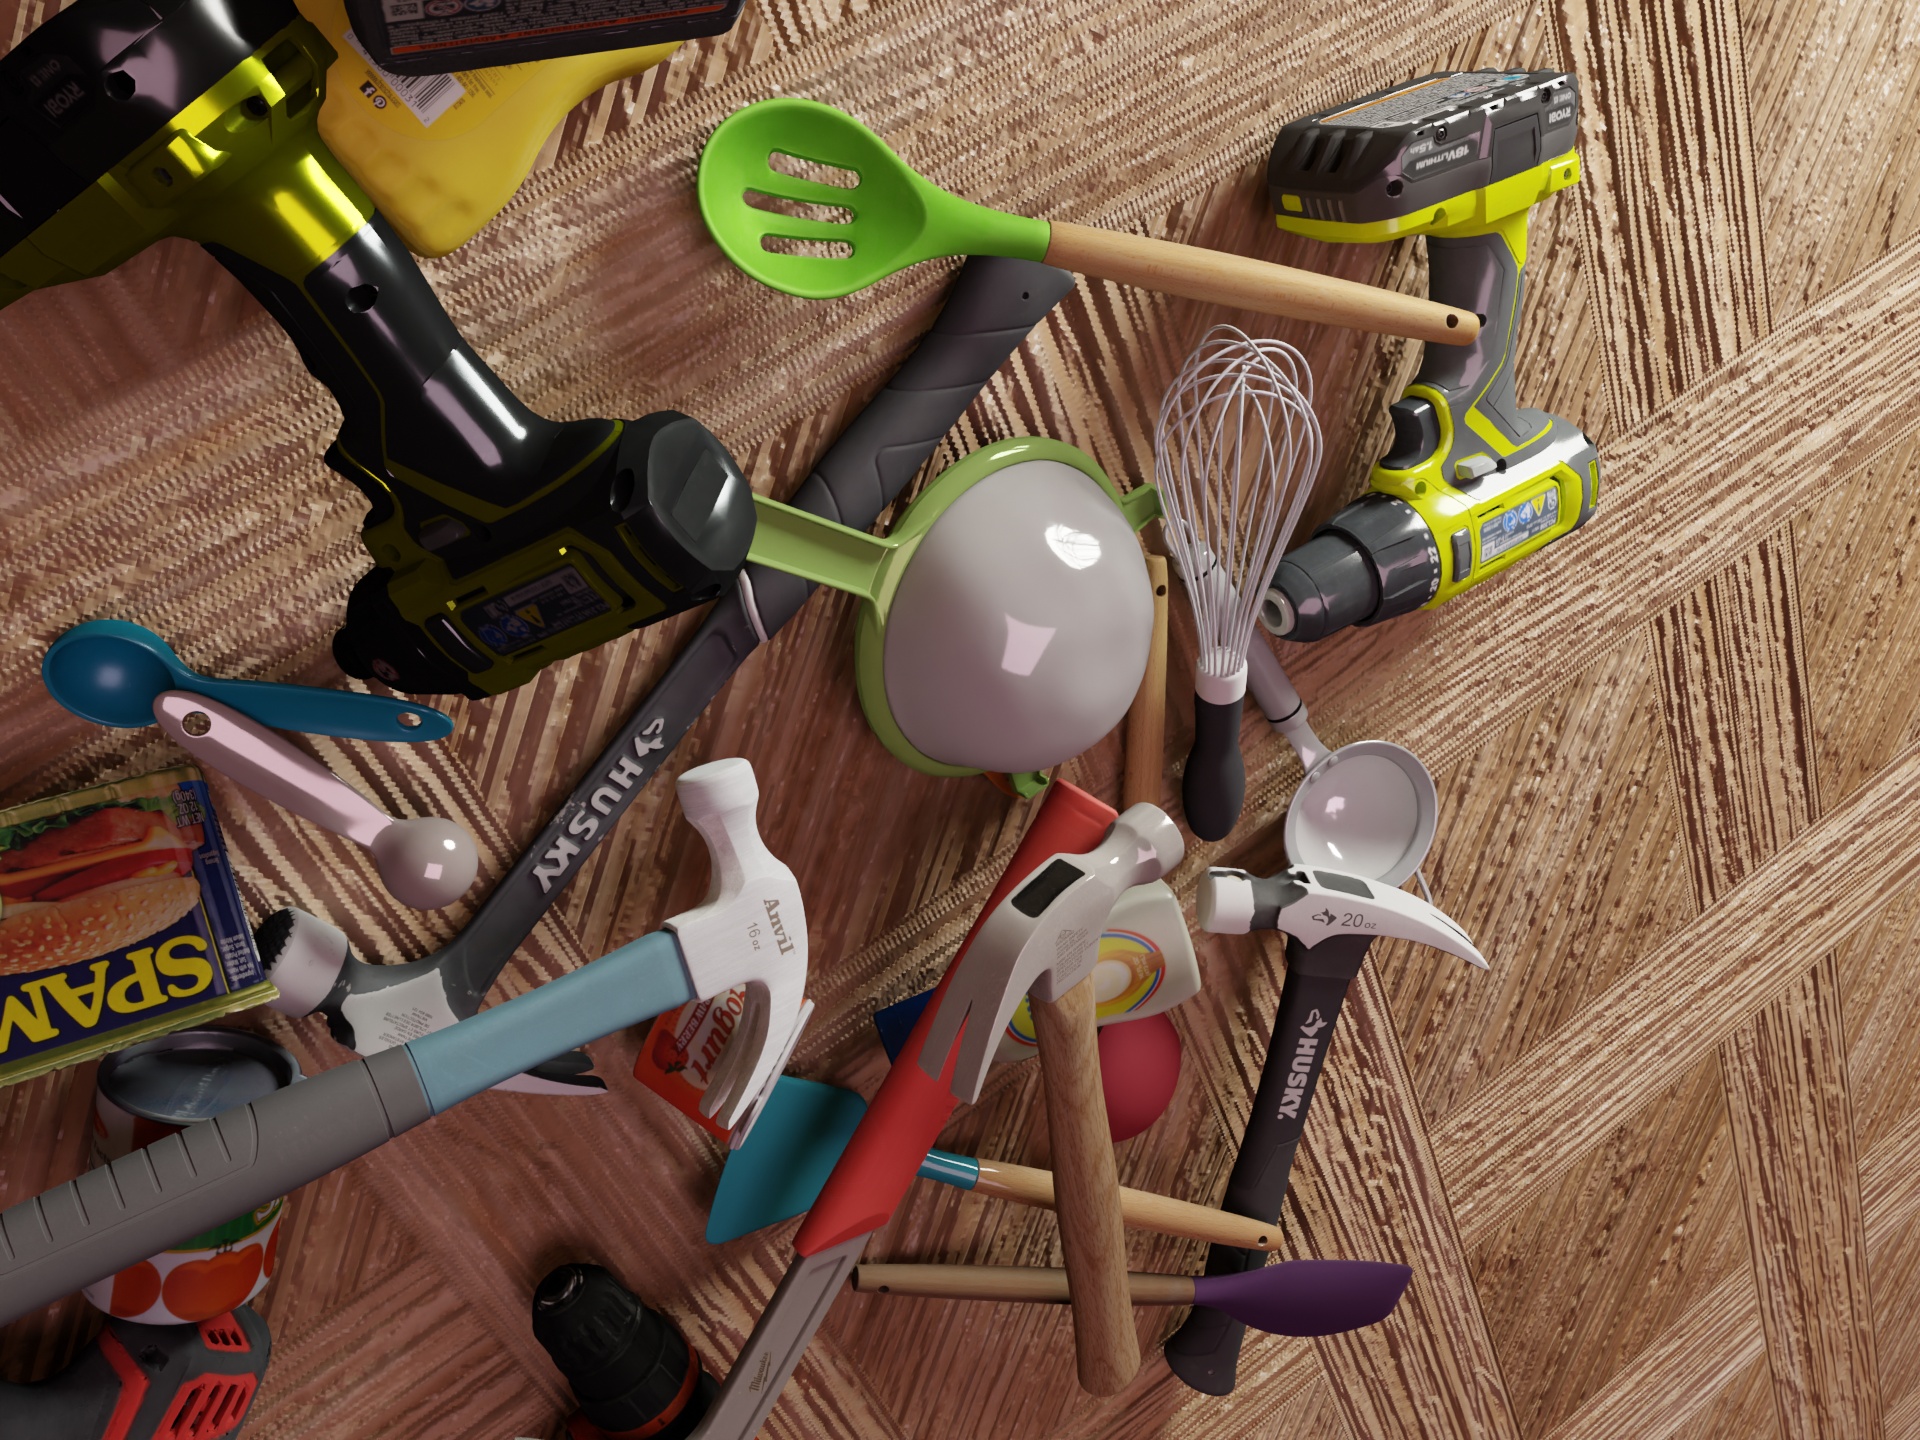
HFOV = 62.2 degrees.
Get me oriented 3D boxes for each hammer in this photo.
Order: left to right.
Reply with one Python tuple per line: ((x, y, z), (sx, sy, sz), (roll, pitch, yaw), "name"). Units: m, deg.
((-0.201, 0.129, 0.546), (0.331, 0.033, 0.128), (-22, 101, -27), "hammer")
((-0.091, -0.025, 0.626), (0.409, 0.036, 0.149), (-51, 125, -3), "hammer")
((-0.040, 0.184, 0.678), (0.149, 0.037, 0.359), (29, 91, -33), "hammer")
((0.053, 0.197, 0.711), (0.130, 0.031, 0.331), (-32, 131, -30), "hammer")
((0.168, 0.229, 0.845), (0.146, 0.035, 0.334), (6, 114, -8), "hammer")

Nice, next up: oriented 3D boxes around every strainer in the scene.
((0.001, -0.044, 0.612), (0.256, 0.069, 0.151), (14, 102, -49), "strainer")
((0.163, 0.001, 0.776), (0.087, 0.050, 0.258), (-39, 117, -4), "strainer")

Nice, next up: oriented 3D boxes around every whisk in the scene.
((0.114, -0.044, 0.690), (0.070, 0.070, 0.284), (-25, 139, -19), "whisk")

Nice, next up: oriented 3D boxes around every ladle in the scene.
((0.087, 0.074, 0.771), (0.069, 0.031, 0.315), (-10, 112, -28), "ladle")

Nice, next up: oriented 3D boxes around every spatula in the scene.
((0.031, 0.232, 0.772), (0.317, 0.044, 0.082), (18, 96, -22), "spatula")
((0.095, 0.298, 0.828), (0.315, 0.018, 0.059), (9, 116, -19), "spatula")

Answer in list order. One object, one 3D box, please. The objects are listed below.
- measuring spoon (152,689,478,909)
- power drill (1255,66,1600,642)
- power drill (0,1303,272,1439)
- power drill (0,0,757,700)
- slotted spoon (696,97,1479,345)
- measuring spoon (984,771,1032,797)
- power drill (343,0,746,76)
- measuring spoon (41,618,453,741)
((-0.218, 0.028, 0.544), (0.124, 0.018, 0.034), (39, 85, -30), "measuring spoon")
((0.203, -0.155, 0.711), (0.190, 0.080, 0.228), (-26, 122, -23), "power drill")
((-0.370, 0.281, 0.537), (0.226, 0.080, 0.188), (30, 86, -50), "power drill")
((-0.192, -0.100, 0.481), (0.223, 0.171, 0.080), (51, 37, -31), "power drill")
((0.056, -0.175, 0.606), (0.313, 0.031, 0.070), (7, 93, -14), "slotted spoon")
((-0.001, -0.002, 0.702), (0.021, 0.011, 0.116), (-53, 129, -15), "measuring spoon")
((-0.118, -0.307, 0.430), (0.164, 0.084, 0.226), (-14, 93, -14), "power drill")
((-0.239, -0.012, 0.542), (0.128, 0.021, 0.042), (9, 131, -19), "measuring spoon")
